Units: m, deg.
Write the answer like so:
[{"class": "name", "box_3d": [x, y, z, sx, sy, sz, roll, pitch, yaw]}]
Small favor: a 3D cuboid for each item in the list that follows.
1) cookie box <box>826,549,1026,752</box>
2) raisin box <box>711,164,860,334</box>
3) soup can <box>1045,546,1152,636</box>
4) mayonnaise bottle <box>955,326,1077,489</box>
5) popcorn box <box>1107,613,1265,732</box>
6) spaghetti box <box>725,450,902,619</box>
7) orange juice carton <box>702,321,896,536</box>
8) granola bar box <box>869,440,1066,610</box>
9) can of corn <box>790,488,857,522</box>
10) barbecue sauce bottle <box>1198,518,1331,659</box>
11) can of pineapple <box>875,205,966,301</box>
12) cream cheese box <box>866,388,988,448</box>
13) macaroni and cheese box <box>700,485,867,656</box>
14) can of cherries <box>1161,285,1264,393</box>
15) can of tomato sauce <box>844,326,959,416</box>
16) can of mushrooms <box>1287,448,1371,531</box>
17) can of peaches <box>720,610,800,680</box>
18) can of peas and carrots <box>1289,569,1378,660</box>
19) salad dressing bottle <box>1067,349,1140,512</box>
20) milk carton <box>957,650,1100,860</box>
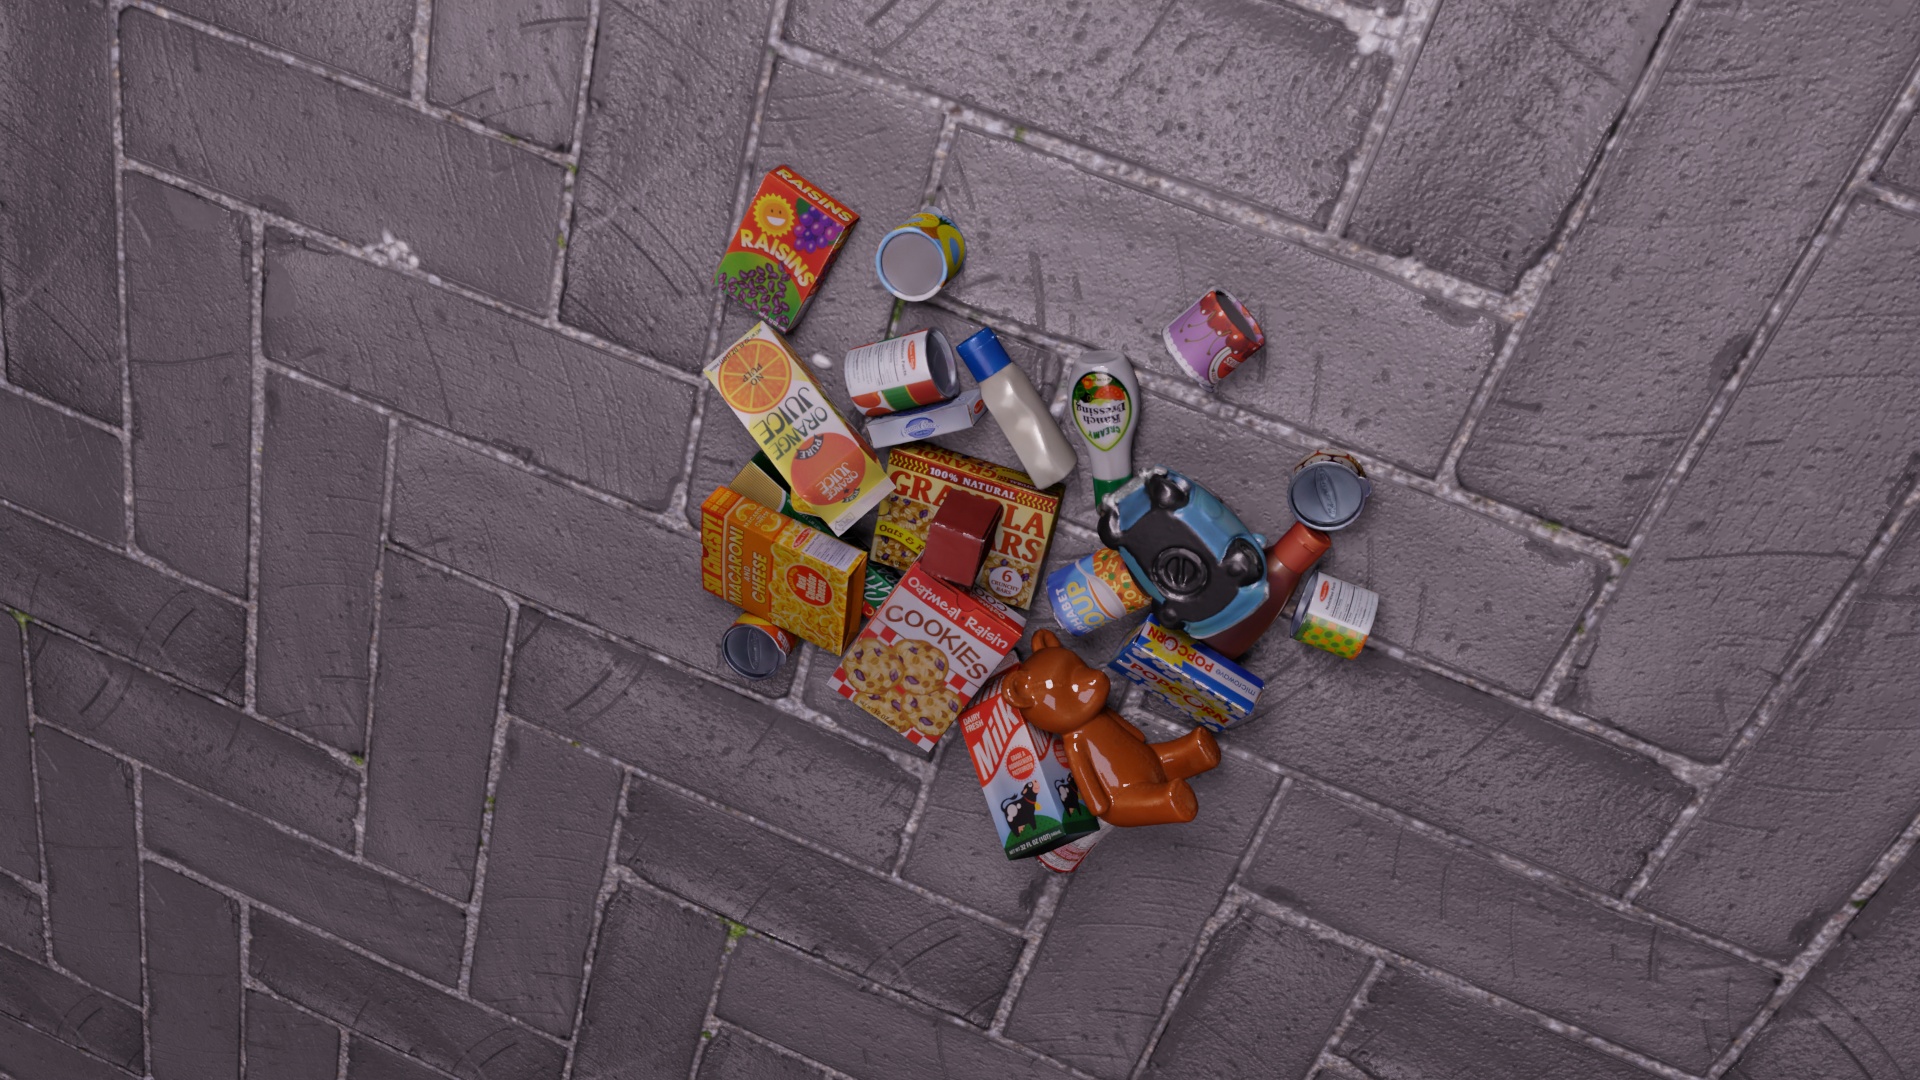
[{"class": "cookie box", "box_3d": [-0.033, 0.108, 1.337, 0.123, 0.040, 0.166, 35, 115, -5]}, {"class": "raisin box", "box_3d": [-0.158, -0.261, 1.249, 0.086, 0.040, 0.122, 35, 121, 0]}, {"class": "soup can", "box_3d": [0.131, 0.045, 1.290, 0.083, 0.072, 0.071, -27, 105, 27]}, {"class": "mayonnaise bottle", "box_3d": [0.050, -0.120, 1.242, 0.041, 0.065, 0.148, -29, 100, 25]}, {"class": "popcorn box", "box_3d": [0.210, 0.125, 1.300, 0.127, 0.038, 0.085, 31, 158, 1]}, {"class": "spaghetti box", "box_3d": [-0.123, 0.013, 1.378, 0.250, 0.029, 0.050, 42, 121, -5]}, {"class": "orange juice carton", "box_3d": [-0.142, -0.099, 1.260, 0.072, 0.073, 0.193, -39, 80, 5]}, {"class": "granola bar box", "box_3d": [0.005, -0.017, 1.318, 0.166, 0.039, 0.123, 17, 119, 8]}, {"class": "can of corn", "box_3d": [-0.123, -0.055, 1.323, 0.058, 0.071, 0.070, 12, 118, 12]}, {"class": "barbecue sauce bottle", "box_3d": [0.273, 0.041, 1.260, 0.065, 0.044, 0.148, 36, 120, -6]}, {"class": "can of pineapple", "box_3d": [-0.035, -0.248, 1.205, 0.071, 0.058, 0.070, 7, 117, 14]}, {"class": "cream cheese box", "box_3d": [-0.029, -0.112, 1.273, 0.103, 0.053, 0.024, -11, 107, 21]}, {"class": "macaroni and cheese box", "box_3d": [-0.177, 0.031, 1.367, 0.166, 0.040, 0.123, 24, 137, 14]}, {"class": "can of cherries", "box_3d": [0.213, -0.168, 1.161, 0.071, 0.072, 0.058, 46, 118, -8]}, {"class": "can of tomato sauce", "box_3d": [-0.053, -0.151, 1.256, 0.083, 0.071, 0.071, -11, 111, 22]}, {"class": "can of mushrooms", "box_3d": [0.322, -0.045, 1.208, 0.071, 0.033, 0.070, 7, 117, 15]}, {"class": "can of peaches", "box_3d": [-0.202, 0.102, 1.430, 0.071, 0.058, 0.071, 7, 116, 14]}, {"class": "can of peas and carrots", "box_3d": [0.333, 0.068, 1.242, 0.059, 0.071, 0.070, 21, 120, 6]}, {"class": "salad dressing bottle", "box_3d": [0.132, -0.094, 1.237, 0.064, 0.044, 0.147, -2, 115, 17]}, {"class": "milk carton", "box_3d": [0.060, 0.209, 1.365, 0.072, 0.073, 0.191, -31, 68, 27]}]
